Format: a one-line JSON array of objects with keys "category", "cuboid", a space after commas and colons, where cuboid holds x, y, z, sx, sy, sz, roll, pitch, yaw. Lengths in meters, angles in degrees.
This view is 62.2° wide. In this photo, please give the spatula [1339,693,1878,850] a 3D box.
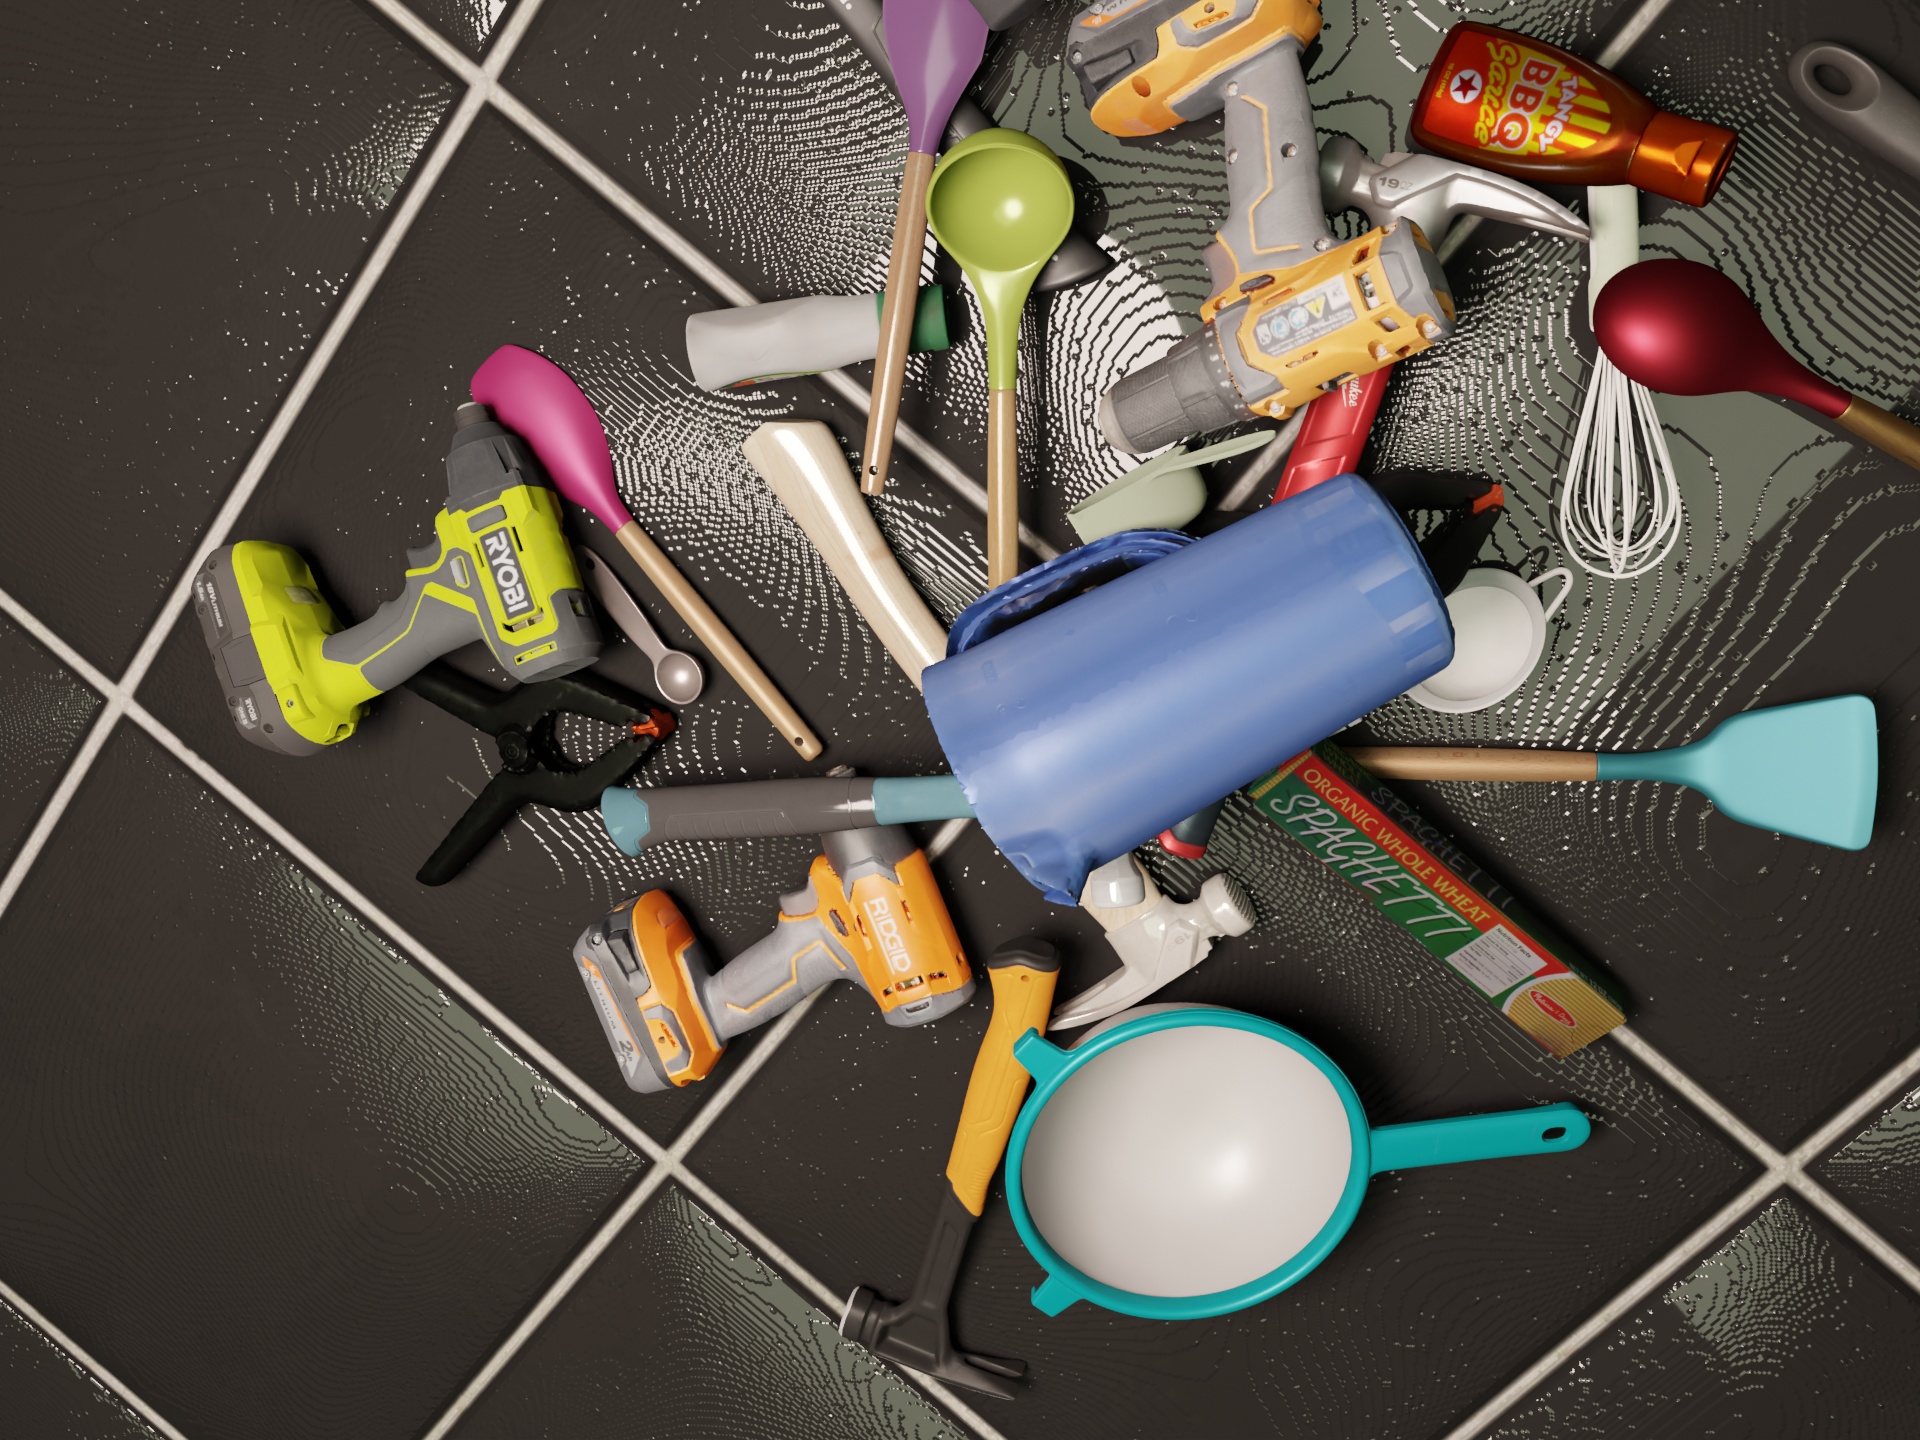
[{"category": "spatula", "cuboid": [0.327, 0.025, 0.884, 0.317, 0.044, 0.082, 0, 96, 14]}]

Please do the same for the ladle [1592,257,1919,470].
[{"category": "ladle", "cuboid": [0.462, -0.144, 0.798, 0.315, 0.031, 0.069, 26, 89, -5]}]

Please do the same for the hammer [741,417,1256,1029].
[{"category": "hammer", "cuboid": [-0.002, -0.003, 0.958, 0.146, 0.038, 0.410, -36, 93, 20]}]

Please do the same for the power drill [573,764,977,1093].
[{"category": "power drill", "cuboid": [-0.121, 0.131, 0.998, 0.226, 0.084, 0.164, -19, 97, 13]}]

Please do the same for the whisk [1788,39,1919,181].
[{"category": "whisk", "cuboid": [0.523, -0.233, 0.769, 0.296, 0.073, 0.073, 42, 109, 7]}]

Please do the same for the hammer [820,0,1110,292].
[{"category": "hammer", "cuboid": [-0.034, -0.372, 0.872, 0.146, 0.035, 0.335, -39, 93, 19]}]

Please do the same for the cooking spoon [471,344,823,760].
[{"category": "cooking spoon", "cuboid": [-0.191, -0.100, 0.985, 0.068, 0.017, 0.319, -40, 92, 19]}]

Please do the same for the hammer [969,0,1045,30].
[{"category": "hammer", "cuboid": [-0.123, -0.479, 0.829, 0.409, 0.036, 0.149, 33, 107, 8]}]

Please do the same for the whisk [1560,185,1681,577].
[{"category": "whisk", "cuboid": [0.339, -0.197, 0.825, 0.059, 0.058, 0.246, -2, 99, 23]}]

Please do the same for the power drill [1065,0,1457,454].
[{"category": "power drill", "cuboid": [0.128, -0.260, 0.811, 0.185, 0.084, 0.226, -22, 84, 30]}]

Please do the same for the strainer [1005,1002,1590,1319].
[{"category": "strainer", "cuboid": [0.193, 0.238, 0.953, 0.340, 0.095, 0.211, -6, 111, -2]}]

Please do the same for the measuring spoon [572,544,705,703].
[{"category": "measuring spoon", "cuboid": [-0.201, -0.063, 1.002, 0.034, 0.018, 0.124, -41, 85, 28]}]

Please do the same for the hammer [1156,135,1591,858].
[{"category": "hammer", "cuboid": [0.196, -0.102, 0.847, 0.143, 0.038, 0.386, 22, 100, 18]}]

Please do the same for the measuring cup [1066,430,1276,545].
[{"category": "measuring cup", "cuboid": [0.120, -0.120, 0.843, 0.083, 0.167, 0.038, -35, 102, -23]}]

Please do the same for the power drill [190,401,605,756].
[{"category": "power drill", "cuboid": [-0.346, -0.082, 0.980, 0.223, 0.080, 0.171, -20, 87, 11]}]

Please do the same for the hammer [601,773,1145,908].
[{"category": "hammer", "cuboid": [-0.060, 0.049, 0.921, 0.331, 0.033, 0.128, -5, 90, 20]}]

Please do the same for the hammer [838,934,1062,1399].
[{"category": "hammer", "cuboid": [0.015, 0.285, 1.006, 0.127, 0.034, 0.336, 18, 114, 9]}]

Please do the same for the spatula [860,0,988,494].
[{"category": "spatula", "cuboid": [-0.027, -0.280, 0.860, 0.060, 0.018, 0.316, 10, 102, 7]}]

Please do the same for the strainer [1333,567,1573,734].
[{"category": "strainer", "cuboid": [0.225, -0.010, 0.894, 0.258, 0.087, 0.050, -28, 141, 19]}]

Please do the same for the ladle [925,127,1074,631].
[{"category": "ladle", "cuboid": [0.022, -0.153, 0.867, 0.078, 0.062, 0.320, 1, 106, 6]}]
